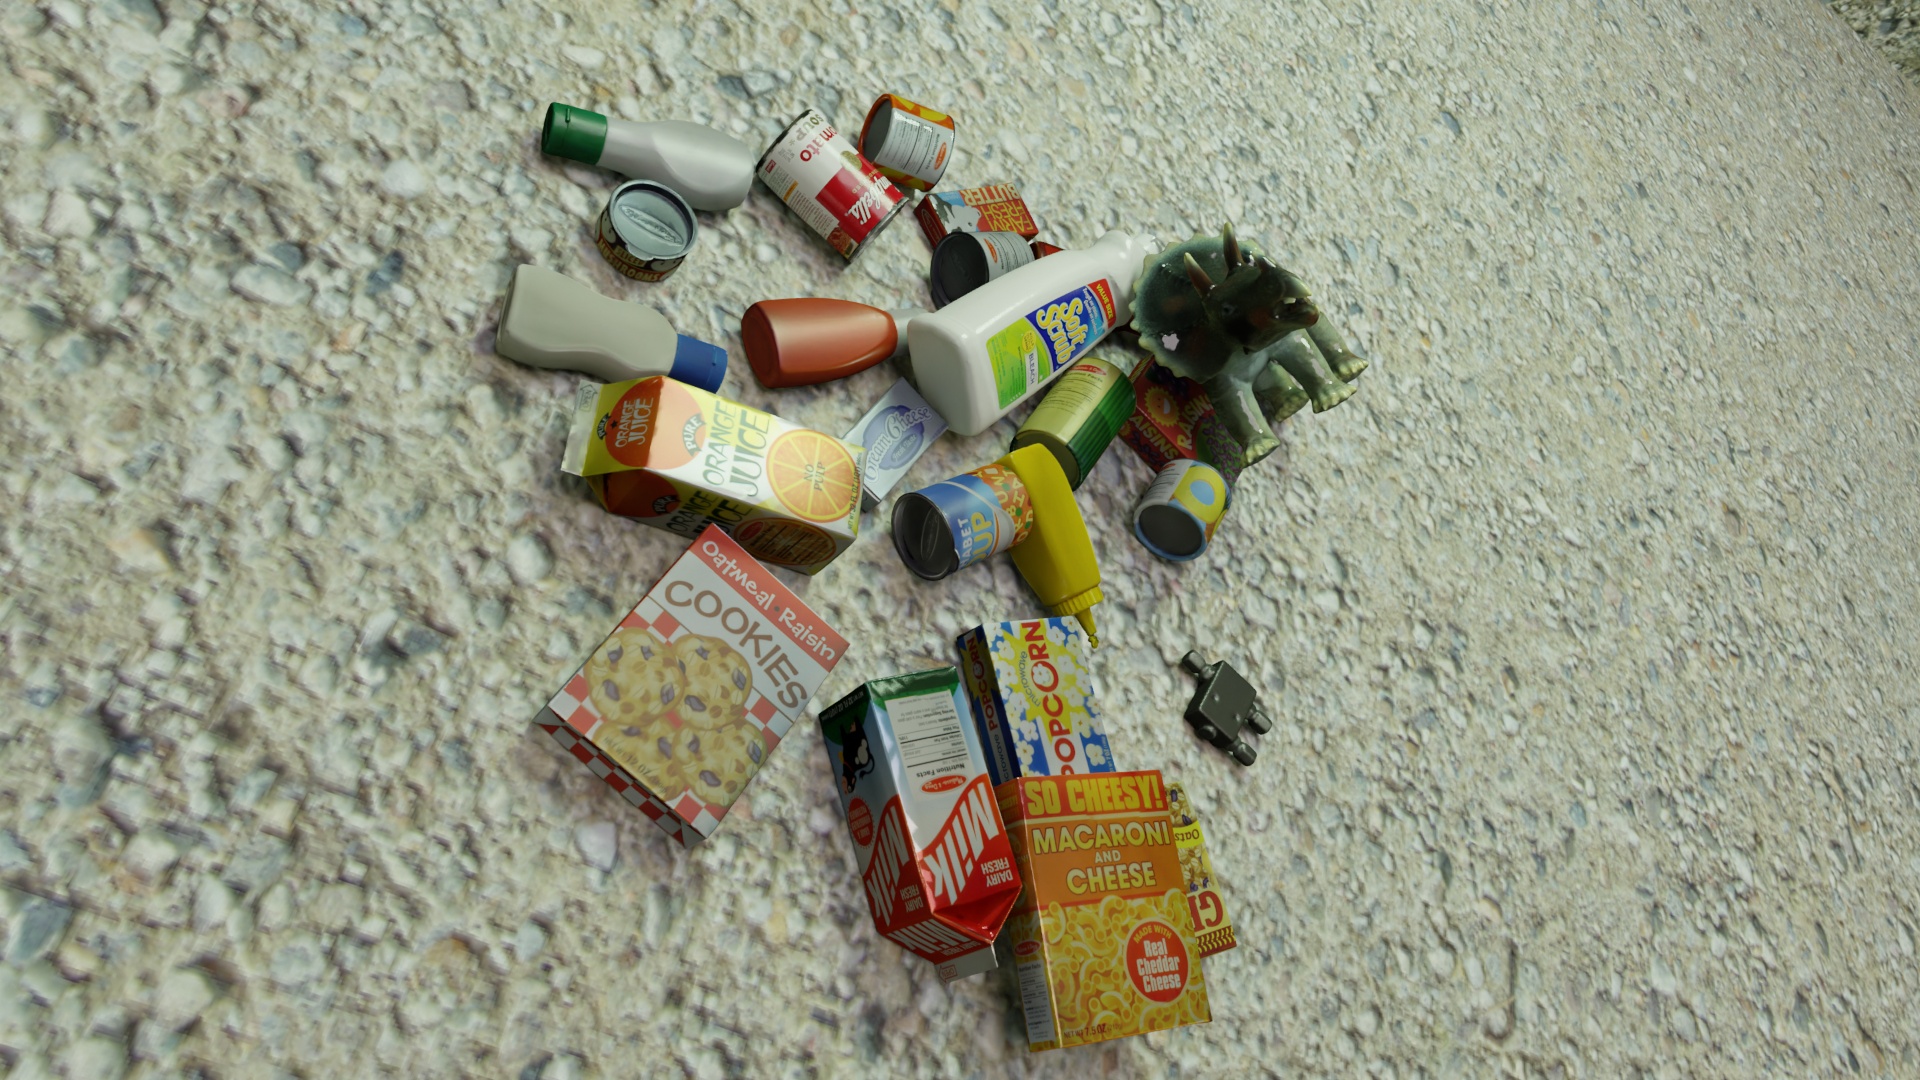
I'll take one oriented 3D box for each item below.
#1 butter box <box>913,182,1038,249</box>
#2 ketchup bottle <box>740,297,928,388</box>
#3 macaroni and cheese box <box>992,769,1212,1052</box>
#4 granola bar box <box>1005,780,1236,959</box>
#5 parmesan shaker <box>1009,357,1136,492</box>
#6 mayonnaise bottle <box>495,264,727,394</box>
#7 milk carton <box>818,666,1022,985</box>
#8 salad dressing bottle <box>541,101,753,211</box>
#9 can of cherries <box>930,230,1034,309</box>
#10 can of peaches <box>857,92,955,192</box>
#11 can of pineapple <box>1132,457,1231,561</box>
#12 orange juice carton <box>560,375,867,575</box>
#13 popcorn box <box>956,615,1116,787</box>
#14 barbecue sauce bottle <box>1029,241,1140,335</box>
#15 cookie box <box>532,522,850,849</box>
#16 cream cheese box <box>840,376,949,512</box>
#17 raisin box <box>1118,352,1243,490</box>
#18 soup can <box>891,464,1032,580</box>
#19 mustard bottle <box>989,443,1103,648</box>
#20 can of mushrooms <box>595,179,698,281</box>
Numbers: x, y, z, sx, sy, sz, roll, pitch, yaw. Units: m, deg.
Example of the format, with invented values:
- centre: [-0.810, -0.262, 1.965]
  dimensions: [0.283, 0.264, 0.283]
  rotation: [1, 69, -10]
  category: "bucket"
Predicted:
- centre: [0.015, -0.272, 1.180]
  dimensions: [0.104, 0.024, 0.053]
  rotation: [-19, 78, -38]
  category: "butter box"
- centre: [-0.087, -0.152, 1.039]
  dimensions: [0.149, 0.043, 0.065]
  rotation: [-12, 75, -37]
  category: "ketchup bottle"
- centre: [0.090, 0.239, 0.912]
  dimensions: [0.124, 0.040, 0.167]
  rotation: [4, 66, -32]
  category: "macaroni and cheese box"
- centre: [0.107, 0.245, 0.972]
  dimensions: [0.166, 0.039, 0.124]
  rotation: [-5, 71, -35]
  category: "granola bar box"
- centre: [0.088, -0.092, 1.115]
  dimensions: [0.071, 0.071, 0.103]
  rotation: [44, 52, -8]
  category: "parmesan shaker"
- centre: [-0.232, -0.134, 0.937]
  dimensions: [0.148, 0.041, 0.065]
  rotation: [16, 61, -28]
  category: "mayonnaise bottle"
- centre: [-0.022, 0.186, 0.895]
  dimensions: [0.073, 0.072, 0.191]
  rotation: [-6, 70, -36]
  category: "milk carton"
- centre: [-0.227, -0.282, 1.013]
  dimensions: [0.148, 0.043, 0.064]
  rotation: [9, 65, -29]
  category: "salad dressing bottle"
- centre: [0.017, -0.217, 1.127]
  dimensions: [0.058, 0.071, 0.071]
  rotation: [-14, 76, -44]
  category: "can of cherries"
- centre: [-0.046, -0.327, 1.143]
  dimensions: [0.058, 0.071, 0.071]
  rotation: [13, 61, -28]
  category: "can of peaches"
- centre: [0.183, -0.024, 1.140]
  dimensions: [0.071, 0.070, 0.058]
  rotation: [43, 52, -8]
  category: "can of pineapple"
- centre: [-0.164, -0.046, 0.916]
  dimensions: [0.193, 0.072, 0.072]
  rotation: [19, 58, -25]
  category: "orange juice carton"
- centre: [0.055, 0.121, 1.000]
  dimensions: [0.085, 0.038, 0.127]
  rotation: [-2, 69, -34]
  category: "popcorn box"
- centre: [0.118, -0.209, 1.204]
  dimensions: [0.149, 0.043, 0.065]
  rotation: [13, 70, -29]
  category: "barbecue sauce bottle"
- centre: [-0.163, 0.088, 0.871]
  dimensions: [0.123, 0.040, 0.168]
  rotation: [43, 52, -9]
  category: "cookie box"
- centre: [-0.056, -0.072, 1.032]
  dimensions: [0.053, 0.024, 0.104]
  rotation: [45, 51, -7]
  category: "cream cheese box"
- centre: [0.191, -0.097, 1.200]
  dimensions: [0.123, 0.040, 0.086]
  rotation: [44, 51, -9]
  category: "raisin box"
- centre: [0.004, -0.013, 1.014]
  dimensions: [0.084, 0.071, 0.071]
  rotation: [-22, 81, -39]
  category: "soup can"
- centre: [0.071, 0.008, 1.055]
  dimensions: [0.049, 0.065, 0.160]
  rotation: [-22, 86, -35]
  category: "mustard bottle"
- centre: [-0.224, -0.219, 0.988]
  dimensions: [0.071, 0.033, 0.071]
  rotation: [15, 60, -28]
  category: "can of mushrooms"
